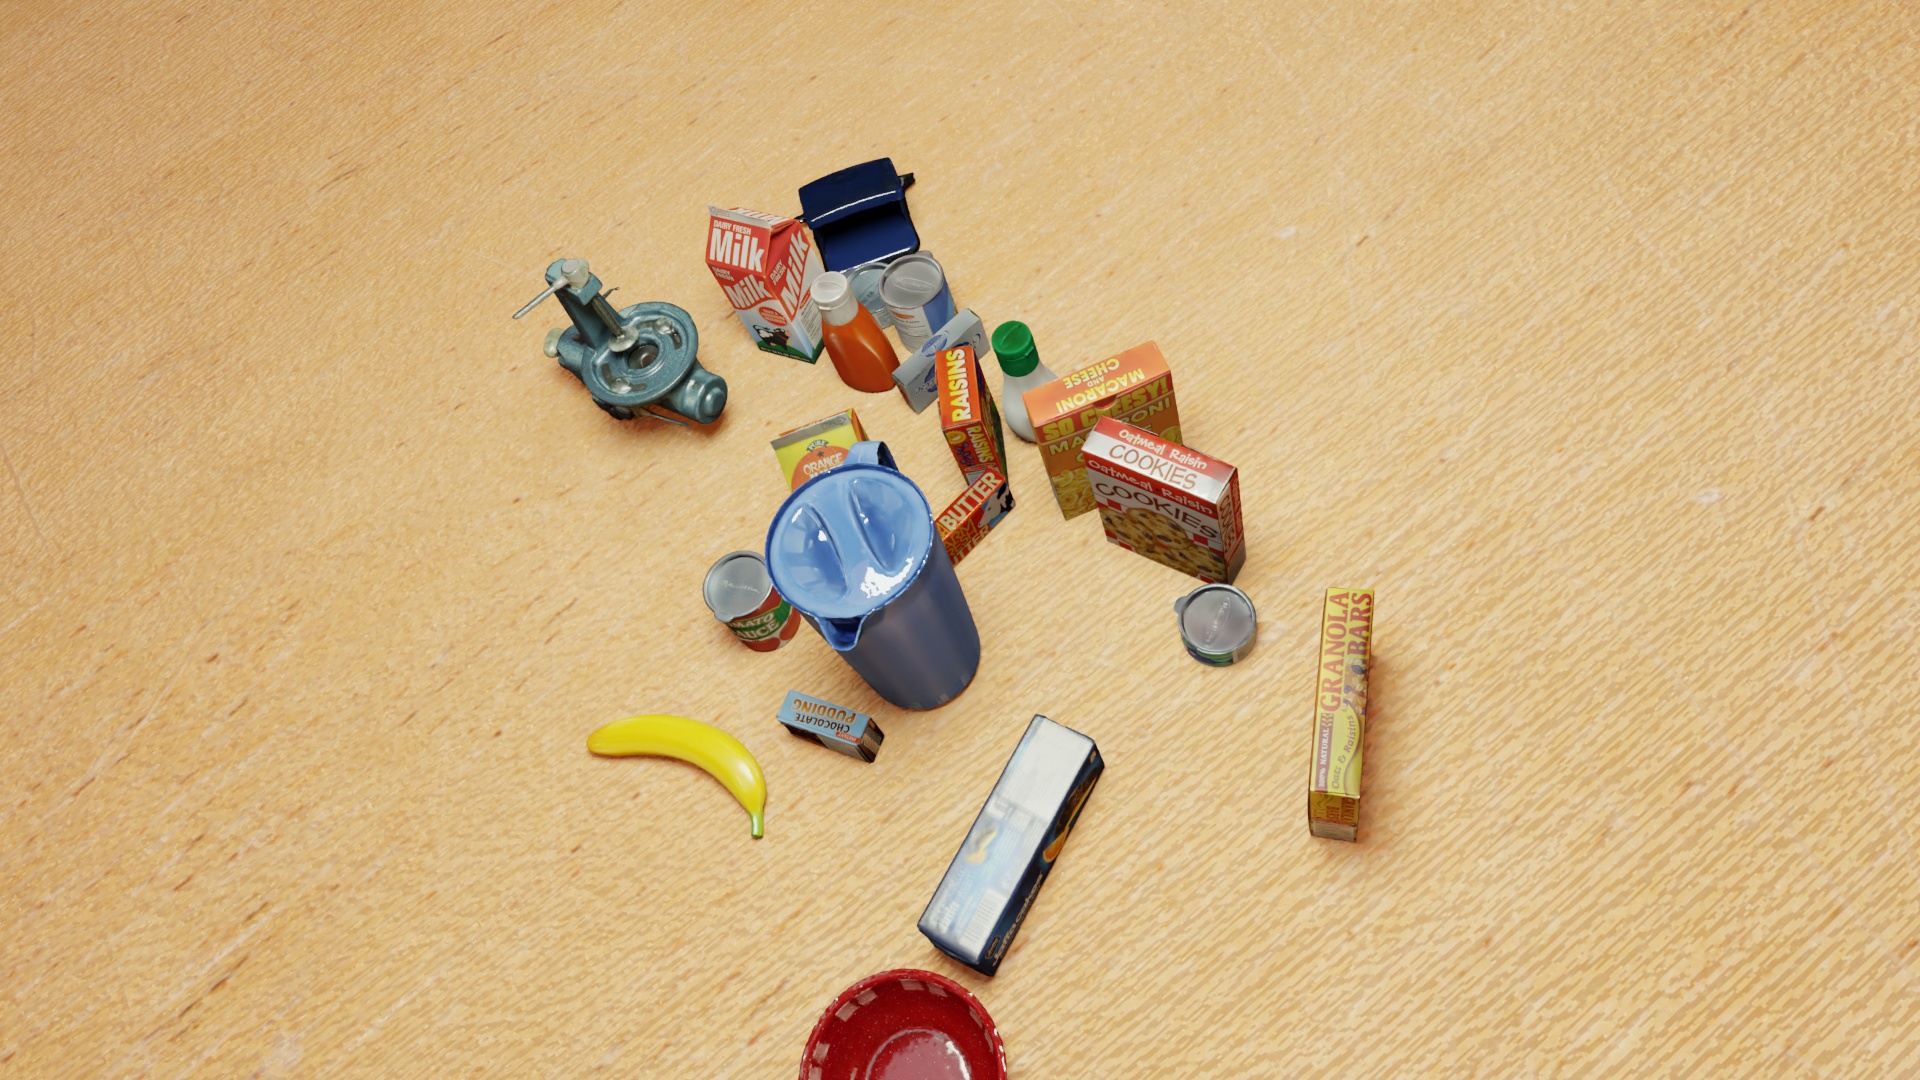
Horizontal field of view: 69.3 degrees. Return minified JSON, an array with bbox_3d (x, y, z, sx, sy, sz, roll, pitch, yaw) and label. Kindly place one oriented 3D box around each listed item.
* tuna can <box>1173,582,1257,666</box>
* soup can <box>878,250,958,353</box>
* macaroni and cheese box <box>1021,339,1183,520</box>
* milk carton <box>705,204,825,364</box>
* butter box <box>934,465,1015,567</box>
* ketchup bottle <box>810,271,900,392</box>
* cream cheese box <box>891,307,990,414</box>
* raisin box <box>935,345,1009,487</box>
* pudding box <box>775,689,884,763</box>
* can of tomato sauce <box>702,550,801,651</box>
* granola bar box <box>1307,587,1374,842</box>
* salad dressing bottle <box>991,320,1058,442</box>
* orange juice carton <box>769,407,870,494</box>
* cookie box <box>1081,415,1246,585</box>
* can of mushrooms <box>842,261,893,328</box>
[{"bbox_3d":[0.217,0.072,1.186,0.071,0.032,0.071,-6,61,11],"label":"tuna can"},{"bbox_3d":[-0.038,-0.236,1.385,0.071,0.083,0.071,-6,62,11],"label":"soup can"},{"bbox_3d":[0.130,-0.093,1.219,0.124,0.166,0.040,-23,60,2],"label":"macaroni and cheese box"},{"bbox_3d":[-0.188,-0.263,1.375,0.072,0.190,0.074,18,69,22],"label":"milk carton"},{"bbox_3d":[0.005,-0.016,1.275,0.104,0.053,0.024,-45,62,-11],"label":"butter box"},{"bbox_3d":[-0.106,-0.200,1.345,0.065,0.148,0.044,10,66,19],"label":"ketchup bottle"},{"bbox_3d":[-0.018,-0.176,1.366,0.104,0.053,0.024,-43,61,-10],"label":"cream cheese box"},{"bbox_3d":[0.010,-0.110,1.283,0.040,0.123,0.086,-10,61,9],"label":"raisin box"},{"bbox_3d":[-0.114,0.162,1.211,0.084,0.049,0.030,15,68,21],"label":"pudding box"},{"bbox_3d":[-0.189,0.058,1.266,0.071,0.082,0.071,-6,62,11],"label":"can of tomato sauce"},{"bbox_3d":[0.295,0.136,1.080,0.039,0.123,0.166,4,64,16],"label":"granola bar box"},{"bbox_3d":[0.061,-0.145,1.275,0.044,0.147,0.064,32,75,26],"label":"salad dressing bottle"},{"bbox_3d":[-0.107,-0.052,1.241,0.072,0.192,0.073,-19,60,4],"label":"orange juice carton"},{"bbox_3d":[0.175,-0.030,1.173,0.123,0.166,0.040,24,71,24],"label":"cookie box"},{"bbox_3d":[-0.091,-0.253,1.436,0.071,0.033,0.071,-6,61,11],"label":"can of mushrooms"}]
